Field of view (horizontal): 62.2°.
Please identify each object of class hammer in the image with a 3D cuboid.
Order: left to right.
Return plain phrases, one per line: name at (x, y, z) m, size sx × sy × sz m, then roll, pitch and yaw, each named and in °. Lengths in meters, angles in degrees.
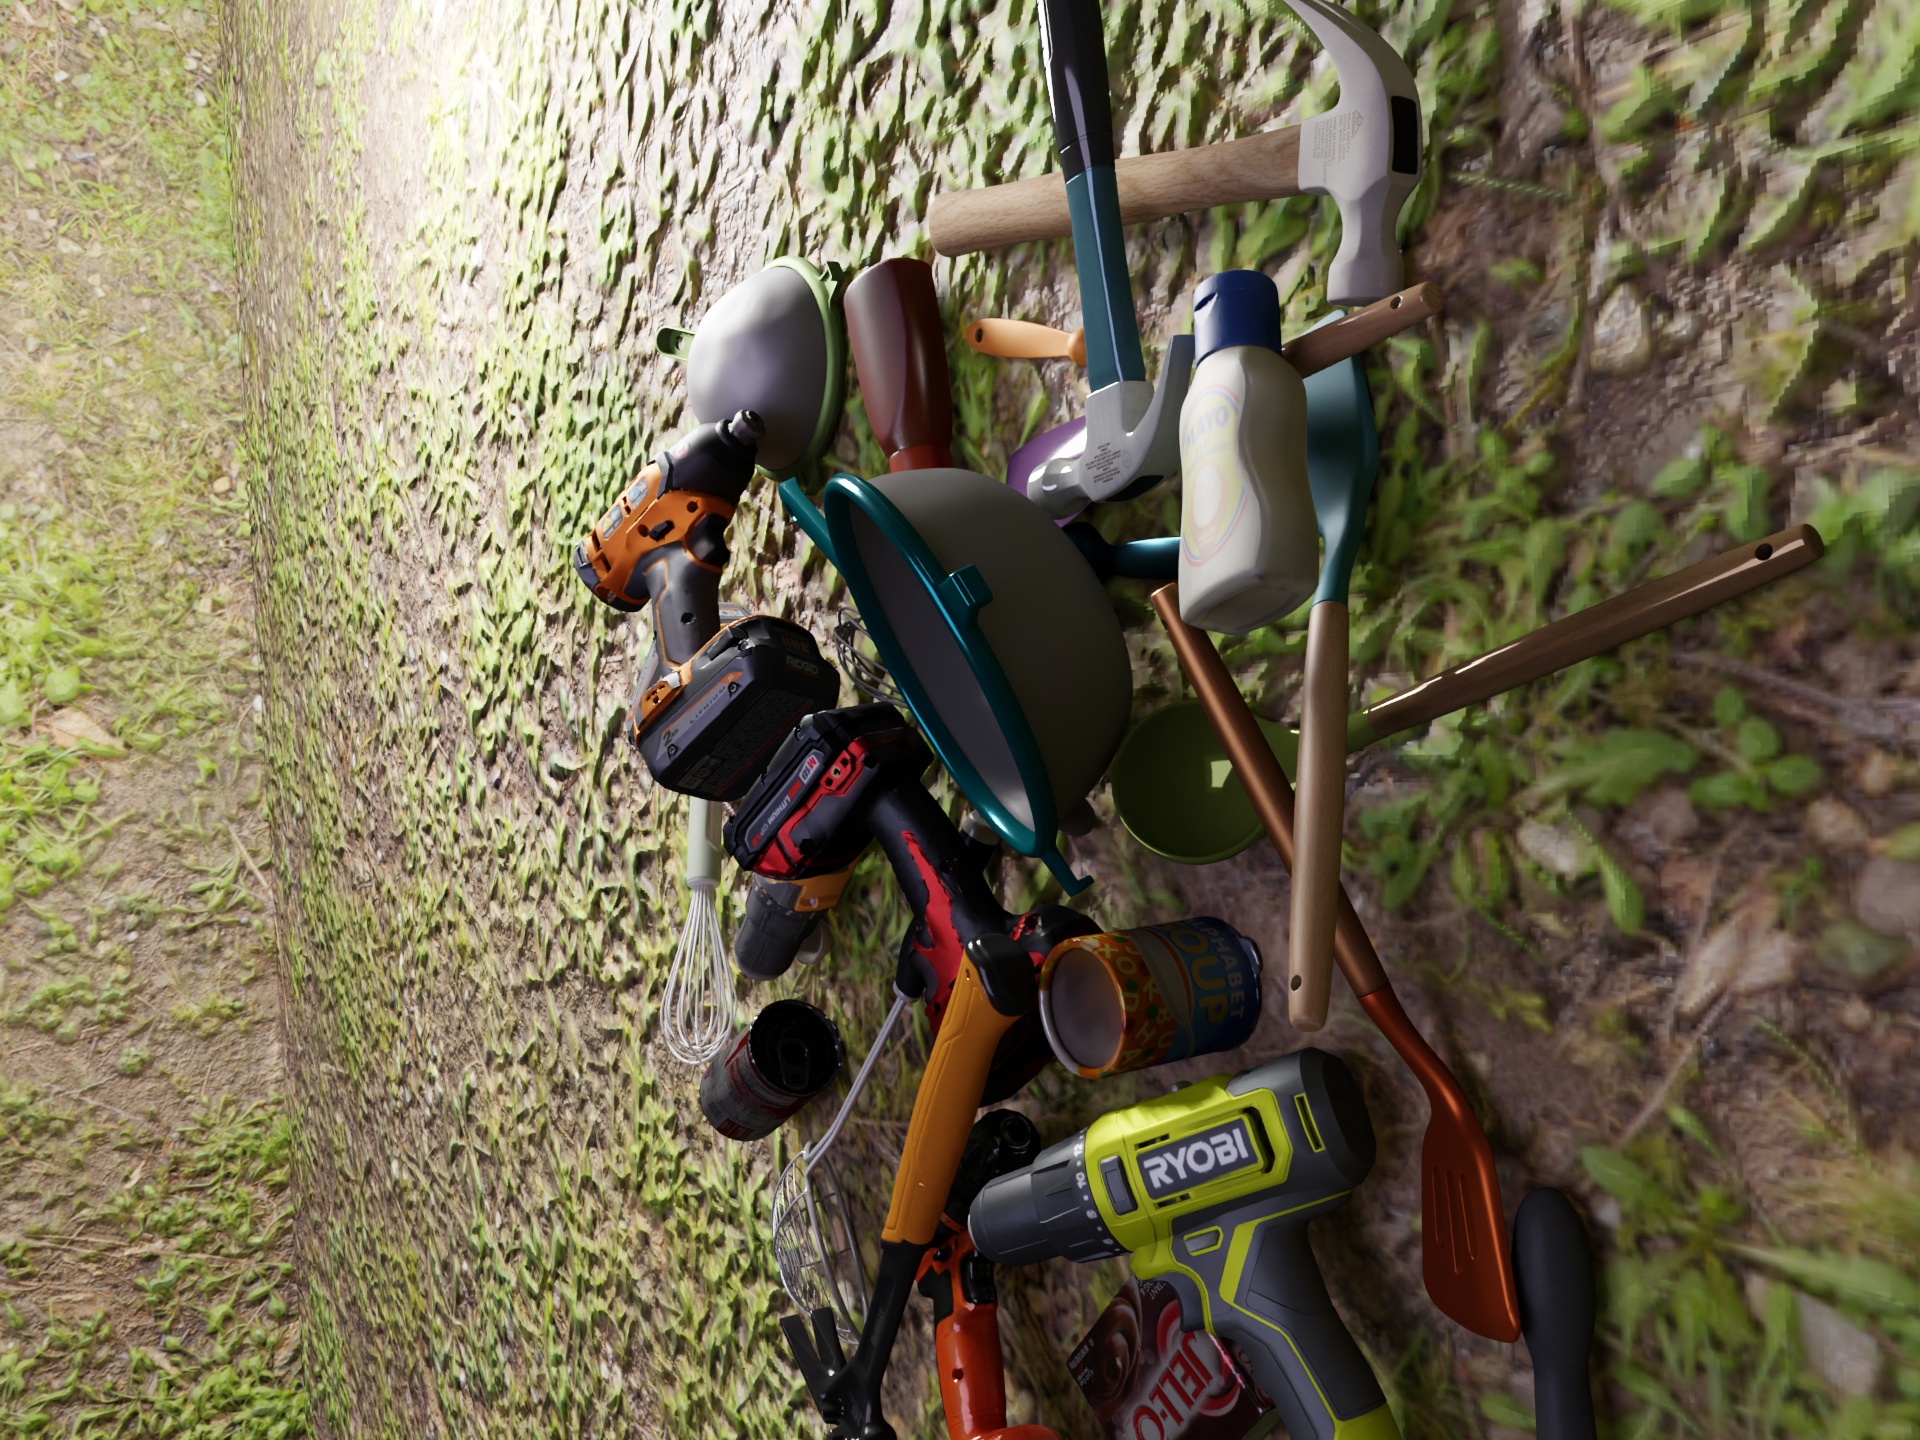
hammer at (-0.026, 0.251, 0.838) m, size 0.127 × 0.034 × 0.336 m, roll 48°, pitch 129°, yaw 48°
hammer at (0.058, -0.269, 0.748) m, size 0.128 × 0.033 × 0.331 m, roll -8°, pitch 89°, yaw 58°
hammer at (0.085, -0.259, 0.770) m, size 0.331 × 0.031 × 0.130 m, roll 15°, pitch 106°, yaw 54°

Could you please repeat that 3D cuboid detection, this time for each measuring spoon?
measuring spoon at (-0.112, 0.115, 1.106) m, size 0.034 × 0.018 × 0.124 m, roll -48°, pitch 47°, yaw 31°
measuring spoon at (0.034, -0.207, 0.864) m, size 0.117 × 0.011 × 0.021 m, roll 24°, pitch 113°, yaw 52°
measuring spoon at (0.080, -0.081, 0.800) m, size 0.129 × 0.021 × 0.042 m, roll 6°, pitch 98°, yaw 57°

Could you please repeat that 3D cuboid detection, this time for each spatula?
spatula at (0.104, -0.143, 0.751) m, size 0.316 × 0.018 × 0.060 m, roll -15°, pitch 68°, yaw 59°
spatula at (0.138, -0.027, 0.640) m, size 0.082 × 0.044 × 0.318 m, roll -38°, pitch 34°, yaw 49°
spatula at (0.150, 0.092, 0.650) m, size 0.323 × 0.041 × 0.081 m, roll 63°, pitch 169°, yaw 5°

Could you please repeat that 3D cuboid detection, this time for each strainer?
strainer at (-0.172, -0.252, 1.106) m, size 0.257 × 0.069 × 0.151 m, roll 27°, pitch 115°, yaw 49°
strainer at (-0.004, -0.074, 0.835) m, size 0.341 × 0.095 × 0.210 m, roll 49°, pitch 165°, yaw 52°

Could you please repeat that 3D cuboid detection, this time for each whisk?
whisk at (-0.185, 0.126, 1.150) m, size 0.059 × 0.057 × 0.246 m, roll -13°, pitch 64°, yaw 25°
whisk at (-0.002, -0.002, 0.910) m, size 0.239 × 0.055 × 0.055 m, roll 41°, pitch 125°, yaw 40°
whisk at (0.233, 0.321, 0.596) m, size 0.070 × 0.070 × 0.285 m, roll -11°, pitch 80°, yaw 55°

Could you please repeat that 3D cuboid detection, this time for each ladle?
ladle at (0.180, -0.010, 0.637) m, size 0.320 × 0.062 × 0.078 m, roll -29°, pitch 59°, yaw 50°

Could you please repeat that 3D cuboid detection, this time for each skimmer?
skimmer at (-0.030, 0.221, 0.975) m, size 0.127 × 0.090 × 0.363 m, roll -108°, pitch 40°, yaw -65°

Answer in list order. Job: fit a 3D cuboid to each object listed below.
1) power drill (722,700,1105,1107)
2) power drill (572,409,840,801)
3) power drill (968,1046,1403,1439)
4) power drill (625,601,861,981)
power drill at (-0.025, 0.106, 0.874) m, size 0.220 × 0.078 × 0.143 m, roll 48°, pitch 119°, yaw 19°
power drill at (-0.156, -0.082, 0.999) m, size 0.164 × 0.084 × 0.227 m, roll -43°, pitch 53°, yaw 24°
power drill at (0.112, 0.276, 0.692) m, size 0.190 × 0.080 × 0.229 m, roll -26°, pitch 71°, yaw 23°
power drill at (-0.146, 0.048, 1.083) m, size 0.226 × 0.084 × 0.185 m, roll 48°, pitch 126°, yaw 36°
